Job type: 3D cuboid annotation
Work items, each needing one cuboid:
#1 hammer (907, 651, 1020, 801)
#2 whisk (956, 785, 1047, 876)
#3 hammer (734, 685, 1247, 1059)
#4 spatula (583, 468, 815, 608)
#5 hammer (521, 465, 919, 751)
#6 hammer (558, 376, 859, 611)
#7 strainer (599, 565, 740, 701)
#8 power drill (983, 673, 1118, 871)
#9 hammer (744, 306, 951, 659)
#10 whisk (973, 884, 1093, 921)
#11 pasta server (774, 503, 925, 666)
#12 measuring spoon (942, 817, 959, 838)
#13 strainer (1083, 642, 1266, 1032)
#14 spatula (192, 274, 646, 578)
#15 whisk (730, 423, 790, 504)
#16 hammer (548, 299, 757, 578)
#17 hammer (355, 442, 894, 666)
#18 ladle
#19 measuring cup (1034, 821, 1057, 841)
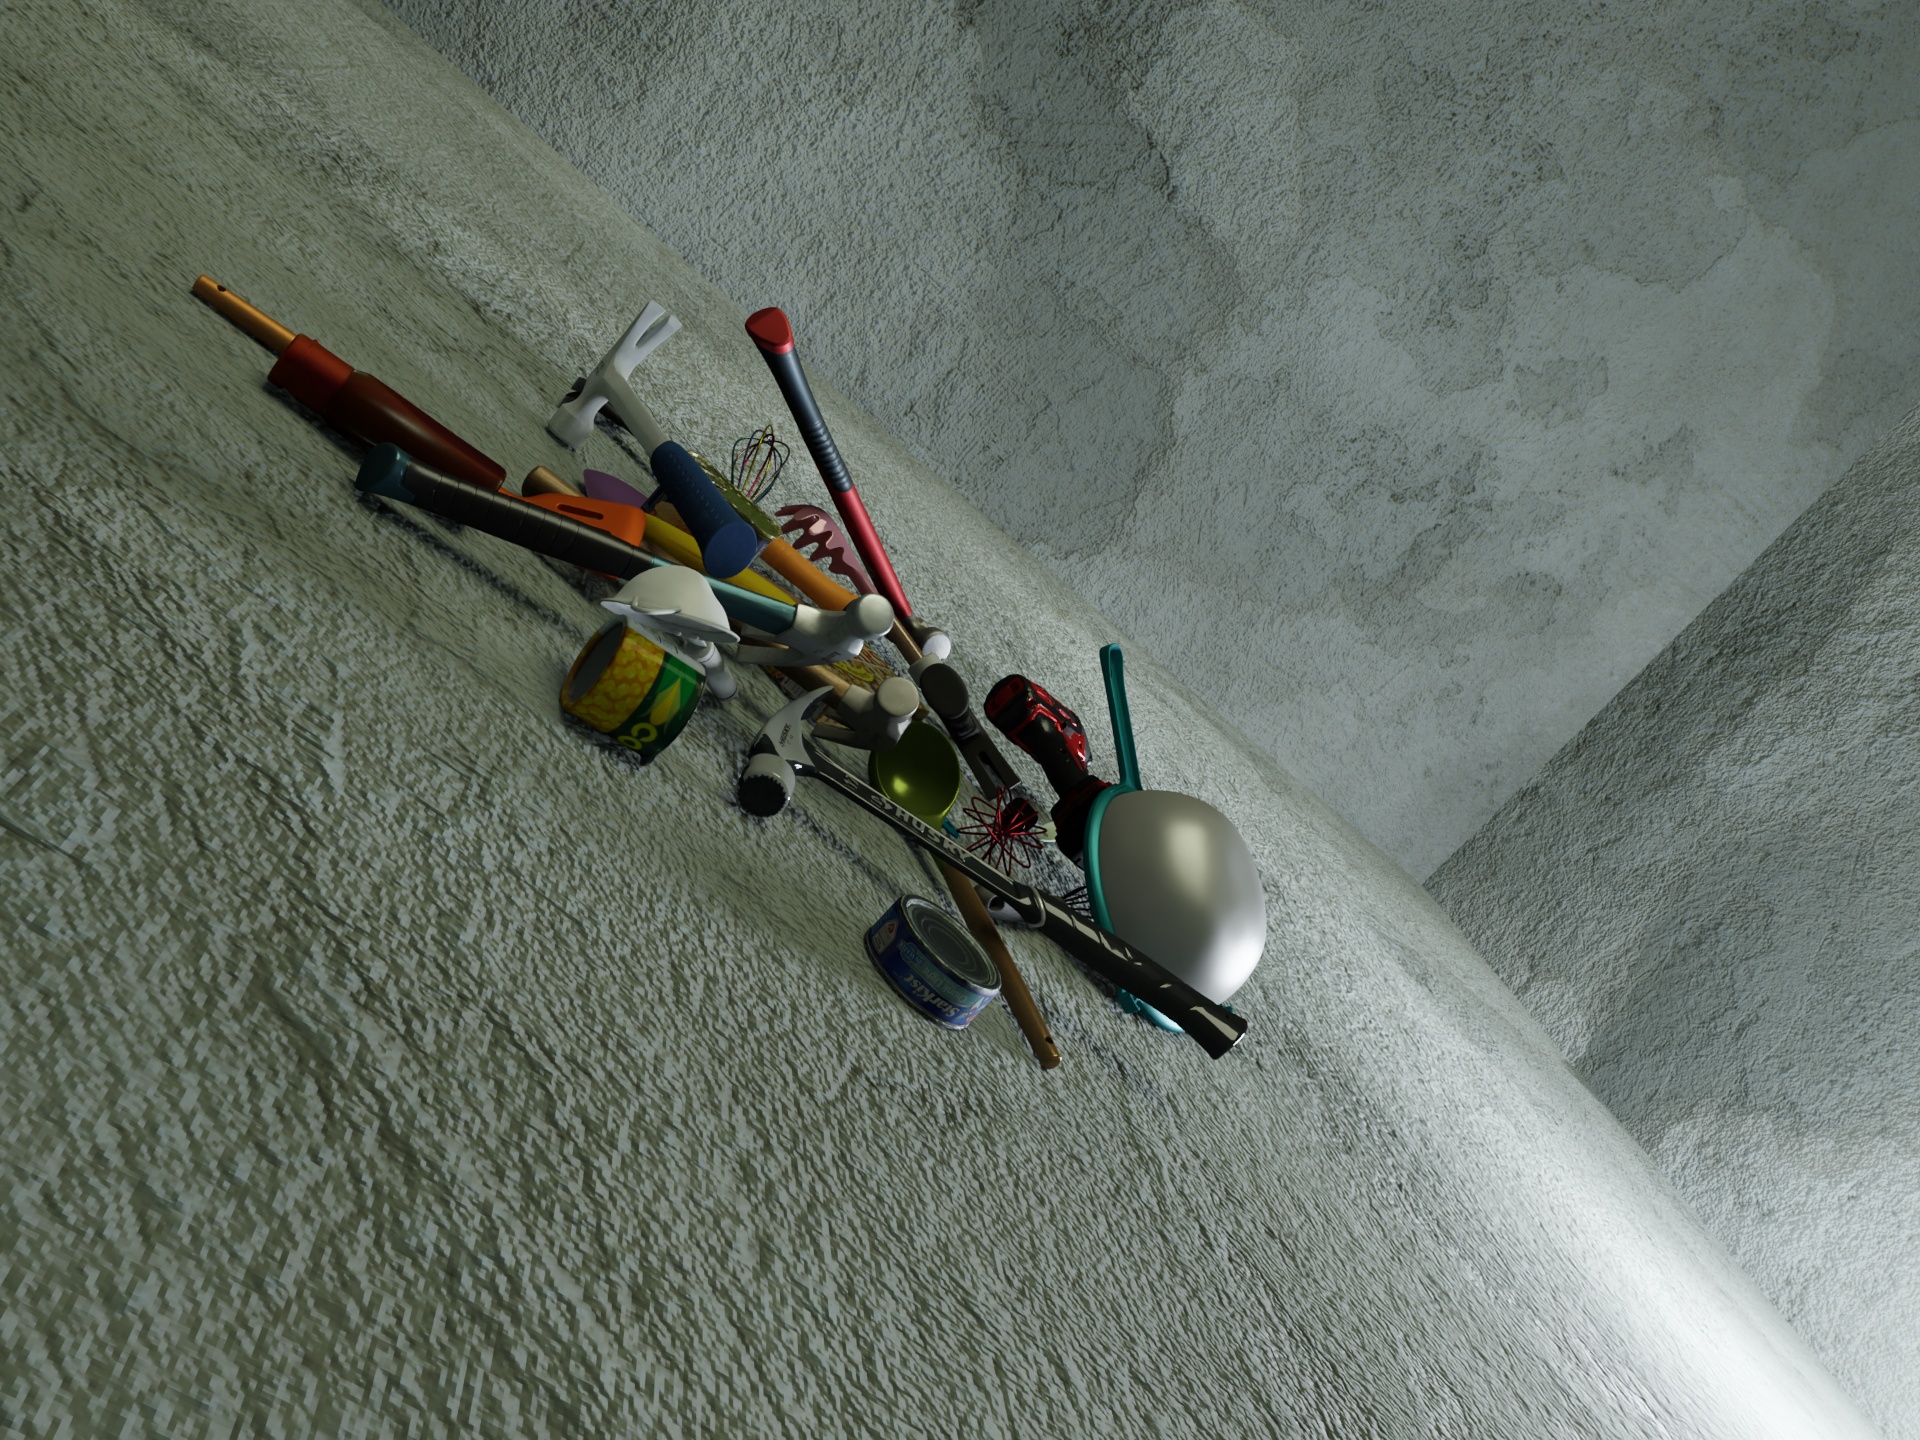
[{"bbox_3d":[-0.002,-0.004,1.325,0.146,0.035,0.334,57,-1,4],"label":"hammer"},{"bbox_3d":[0.042,0.087,1.334,0.073,0.073,0.296,43,5,5],"label":"whisk"},{"bbox_3d":[0.033,0.115,1.091,0.408,0.036,0.149,34,26,-12],"label":"hammer"},{"bbox_3d":[-0.209,-0.140,1.405,0.315,0.018,0.060,31,31,-44],"label":"spatula"},{"bbox_3d":[-0.180,-0.081,1.169,0.331,0.031,0.130,35,-23,0],"label":"hammer"},{"bbox_3d":[-0.227,-0.204,1.489,0.337,0.034,0.127,40,11,9],"label":"hammer"},{"bbox_3d":[-0.171,-0.052,1.025,0.087,0.050,0.258,14,-14,5],"label":"strainer"},{"bbox_3d":[0.112,0.057,1.497,0.143,0.078,0.220,38,14,-42],"label":"power drill"},{"bbox_3d":[-0.119,-0.222,1.519,0.143,0.038,0.385,36,-22,48],"label":"hammer"},{"bbox_3d":[0.076,0.147,1.255,0.055,0.055,0.238,49,17,30],"label":"whisk"},{"bbox_3d":[-0.068,-0.082,1.528,0.316,0.040,0.060,54,-22,-6],"label":"pasta server"},{"bbox_3d":[-0.031,0.049,1.305,0.042,0.021,0.129,27,17,-51],"label":"measuring spoon"},{"bbox_3d":[0.184,0.083,1.328,0.210,0.095,0.341,21,56,-54],"label":"strainer"},{"bbox_3d":[-0.361,-0.199,1.072,0.322,0.041,0.081,35,39,-22],"label":"spatula"},{"bbox_3d":[-0.198,-0.197,1.421,0.051,0.047,0.245,32,36,-15],"label":"whisk"},{"bbox_3d":[-0.227,-0.212,1.219,0.035,0.144,0.406,35,9,-36],"label":"hammer"},{"bbox_3d":[-0.214,-0.102,1.015,0.330,0.033,0.128,20,-21,-25],"label":"hammer"},{"bbox_3d":[0.008,0.115,1.128,0.078,0.062,0.321,10,32,-32],"label":"ladle"},{"bbox_3d":[0.114,0.112,1.547,0.083,0.038,0.167,48,30,24],"label":"measuring cup"}]
